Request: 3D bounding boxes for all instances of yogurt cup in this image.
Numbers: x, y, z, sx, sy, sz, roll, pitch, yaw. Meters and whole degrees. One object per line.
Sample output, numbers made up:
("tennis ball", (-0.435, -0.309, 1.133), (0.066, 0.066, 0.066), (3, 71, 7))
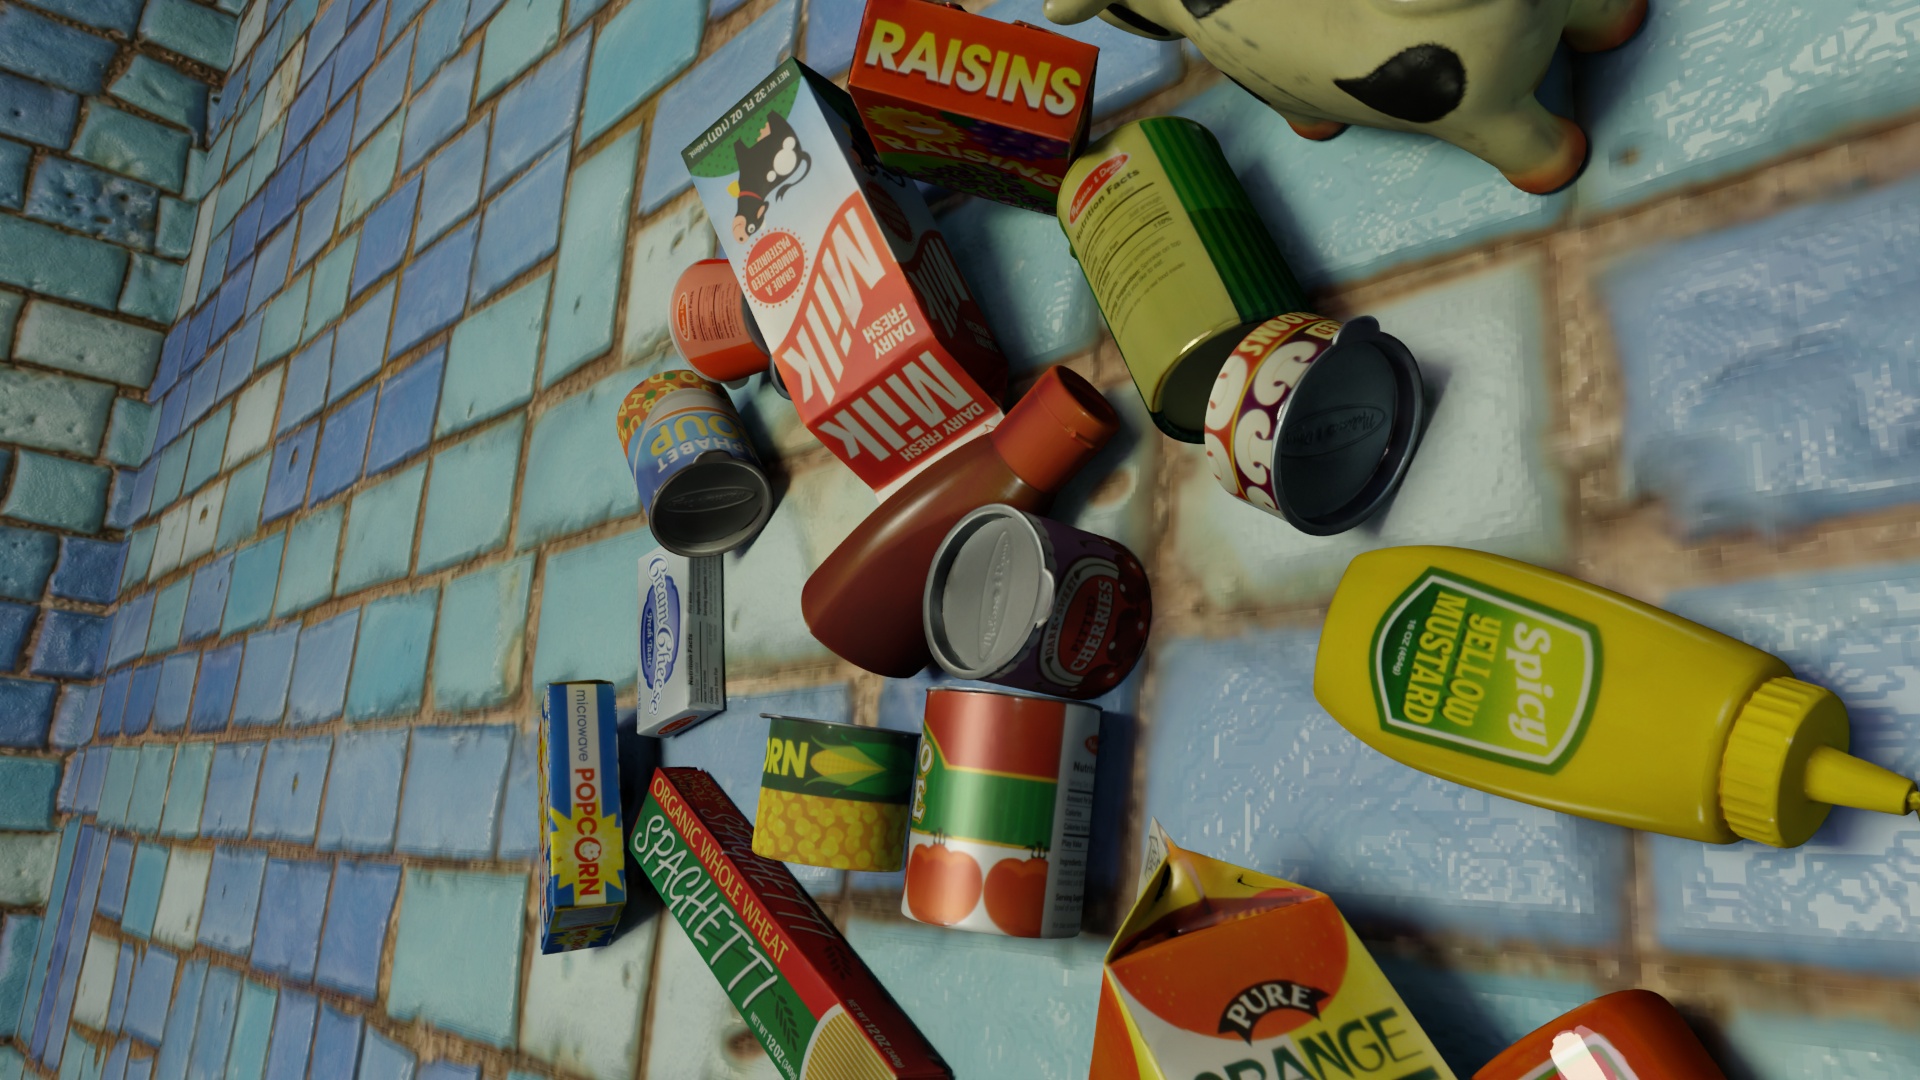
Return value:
("yogurt cup", (-0.113, -0.119, 0.737), (0.054, 0.072, 0.072), (-1, 77, 41))

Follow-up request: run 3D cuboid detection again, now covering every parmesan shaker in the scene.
("parmesan shaker", (0.080, -0.091, 0.498), (0.071, 0.071, 0.103), (-43, 49, 32))

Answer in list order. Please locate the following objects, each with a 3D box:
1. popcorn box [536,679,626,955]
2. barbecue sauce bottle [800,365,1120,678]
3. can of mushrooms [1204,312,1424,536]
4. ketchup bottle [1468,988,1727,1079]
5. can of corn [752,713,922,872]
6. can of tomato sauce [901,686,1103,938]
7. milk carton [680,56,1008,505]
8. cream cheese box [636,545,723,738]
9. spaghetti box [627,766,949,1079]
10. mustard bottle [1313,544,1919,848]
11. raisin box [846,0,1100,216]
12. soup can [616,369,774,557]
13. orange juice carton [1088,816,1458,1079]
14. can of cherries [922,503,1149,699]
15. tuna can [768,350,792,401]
("popcorn box", (-0.209, 0.150, 0.757), (0.084, 0.038, 0.127), (123, 143, -53))
("barbecue sauce bottle", (0.002, -0.007, 0.566), (0.148, 0.065, 0.044), (-46, 36, 23))
("can of mushrooms", (0.112, -0.040, 0.440), (0.033, 0.071, 0.071), (32, 103, 51))
("ketchup bottle", (0.175, 0.182, 0.311), (0.064, 0.043, 0.149), (-55, 43, 32))
("can of corn", (-0.054, 0.106, 0.586), (0.071, 0.071, 0.058), (-3, 77, 49))
("can of tomato sauce", (0.014, 0.099, 0.511), (0.071, 0.071, 0.083), (-5, 75, 49))
("milk carton", (-0.043, -0.108, 0.612), (0.072, 0.073, 0.191), (-32, 71, 22))
("cream cheese box", (-0.153, 0.051, 0.758), (0.053, 0.024, 0.104), (-27, 58, 40))
("spaghetti box", (-0.089, 0.184, 0.635), (0.250, 0.029, 0.050), (34, 105, 49))
("mustard bottle", (0.169, 0.043, 0.361), (0.160, 0.049, 0.065), (17, 92, 51))
("raisin box", (0.008, -0.168, 0.547), (0.123, 0.086, 0.040), (-16, -58, -86))
("soup can", (-0.143, -0.045, 0.743), (0.071, 0.071, 0.084), (-54, 43, 24))
("orange juice carton", (0.089, 0.165, 0.363), (0.193, 0.073, 0.071), (-121, 25, -47))
("can of cherries", (0.030, 0.025, 0.524), (0.071, 0.058, 0.071), (-20, 62, 44))
("tuna can", (-0.063, -0.096, 0.694), (0.071, 0.033, 0.071), (-19, 64, 45))
